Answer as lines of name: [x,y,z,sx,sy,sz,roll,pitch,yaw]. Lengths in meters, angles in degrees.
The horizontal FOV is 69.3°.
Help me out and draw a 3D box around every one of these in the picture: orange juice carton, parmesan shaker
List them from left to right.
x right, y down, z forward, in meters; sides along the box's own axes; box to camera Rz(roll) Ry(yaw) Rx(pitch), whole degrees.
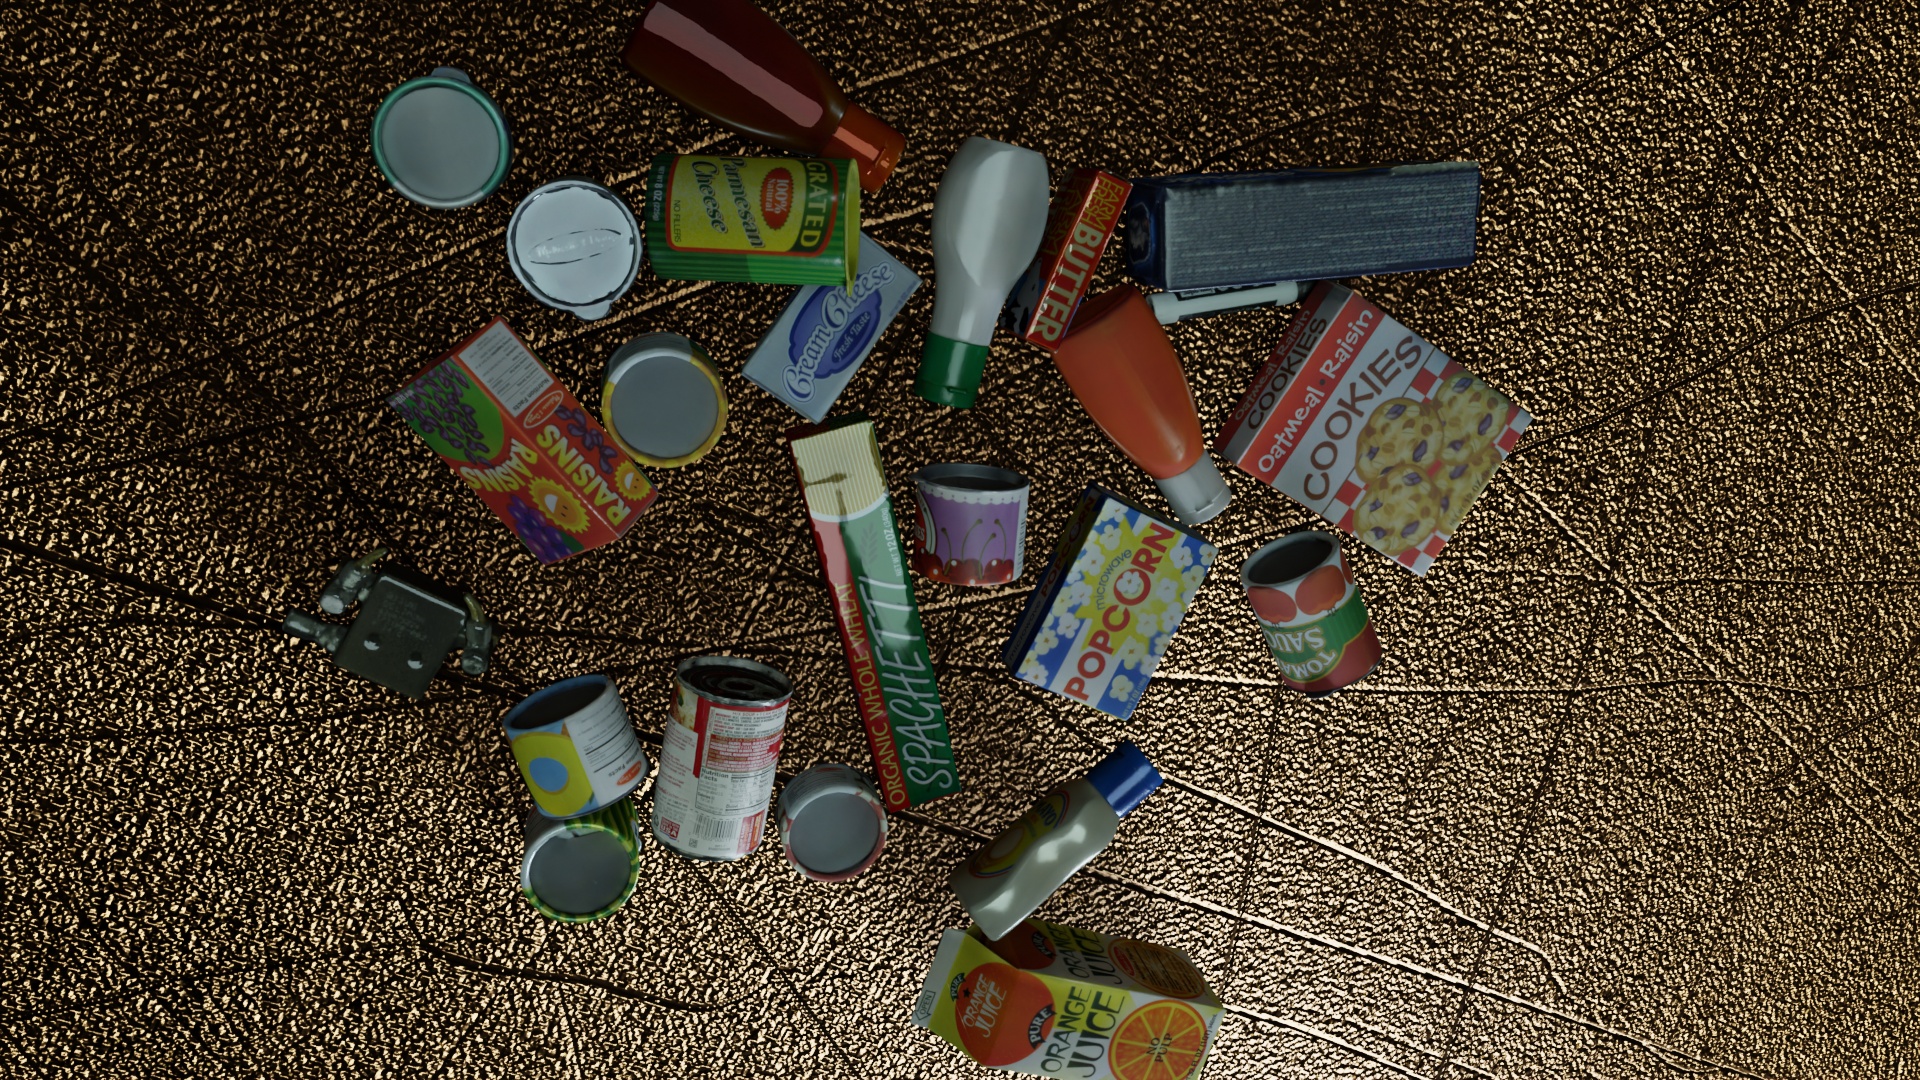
parmesan shaker: [-0.107,-0.165,0.725,0.103,0.071,0.071,2,106,1]
orange juice carton: [0.067,0.302,0.912,0.193,0.073,0.071,16,101,-17]

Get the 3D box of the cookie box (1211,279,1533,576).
cookie box: [0.256,-0.068,0.864,0.167,0.040,0.122,27,101,-25]

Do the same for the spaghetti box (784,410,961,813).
spaghetti box: [-0.050,0.047,0.834,0.050,0.029,0.249,-16,108,-9]

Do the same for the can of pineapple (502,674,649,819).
can of pineapple: [-0.220,0.117,0.791,0.071,0.071,0.057,-20,109,-8]

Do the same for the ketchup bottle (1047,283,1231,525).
ketchup bottle: [0.113,-0.076,0.831,0.064,0.044,0.148,-30,112,11]

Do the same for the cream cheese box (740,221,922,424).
cream cheese box: [-0.073,-0.122,0.782,0.053,0.024,0.103,35,95,-19]

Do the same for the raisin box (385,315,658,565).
raisin box: [-0.229,-0.049,0.730,0.123,0.086,0.040,51,49,-21]

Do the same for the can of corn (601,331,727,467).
can of corn: [-0.160,-0.075,0.755,0.071,0.058,0.071,-4,106,-13]

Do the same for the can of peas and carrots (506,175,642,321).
can of peas and carrots: [-0.199,-0.153,0.723,0.071,0.059,0.070,-4,107,-13]

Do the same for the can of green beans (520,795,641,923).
can of green beans: [-0.221,0.181,0.812,0.071,0.058,0.071,-4,107,-13]

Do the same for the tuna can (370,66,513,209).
tuna can: [-0.263,-0.205,0.706,0.071,0.033,0.071,-4,107,-13]

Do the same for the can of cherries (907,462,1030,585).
can of cherries: [0.003,-0.010,0.812,0.071,0.071,0.058,0,107,-14]

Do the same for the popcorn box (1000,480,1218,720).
popcorn box: [0.091,0.039,0.862,0.085,0.038,0.126,24,98,-19]

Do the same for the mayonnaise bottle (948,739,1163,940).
mayonnaise bottle: [0.062,0.187,0.886,0.148,0.065,0.041,-40,107,-5]

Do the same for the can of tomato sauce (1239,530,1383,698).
can of tomato sauce: [0.221,0.046,0.881,0.071,0.071,0.083,-29,110,-5]

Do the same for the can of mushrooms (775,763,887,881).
can of mushrooms: [-0.079,0.177,0.861,0.071,0.033,0.070,-4,106,-14]

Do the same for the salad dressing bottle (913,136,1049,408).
salad dressing bottle: [0.008,-0.150,0.785,0.064,0.044,0.147,9,104,-24]

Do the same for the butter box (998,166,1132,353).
butter box: [0.058,-0.161,0.789,0.024,0.053,0.103,21,100,-21]

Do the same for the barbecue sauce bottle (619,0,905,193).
barbecue sauce bottle: [-0.100,-0.238,0.733,0.148,0.044,0.065,29,97,-20]
